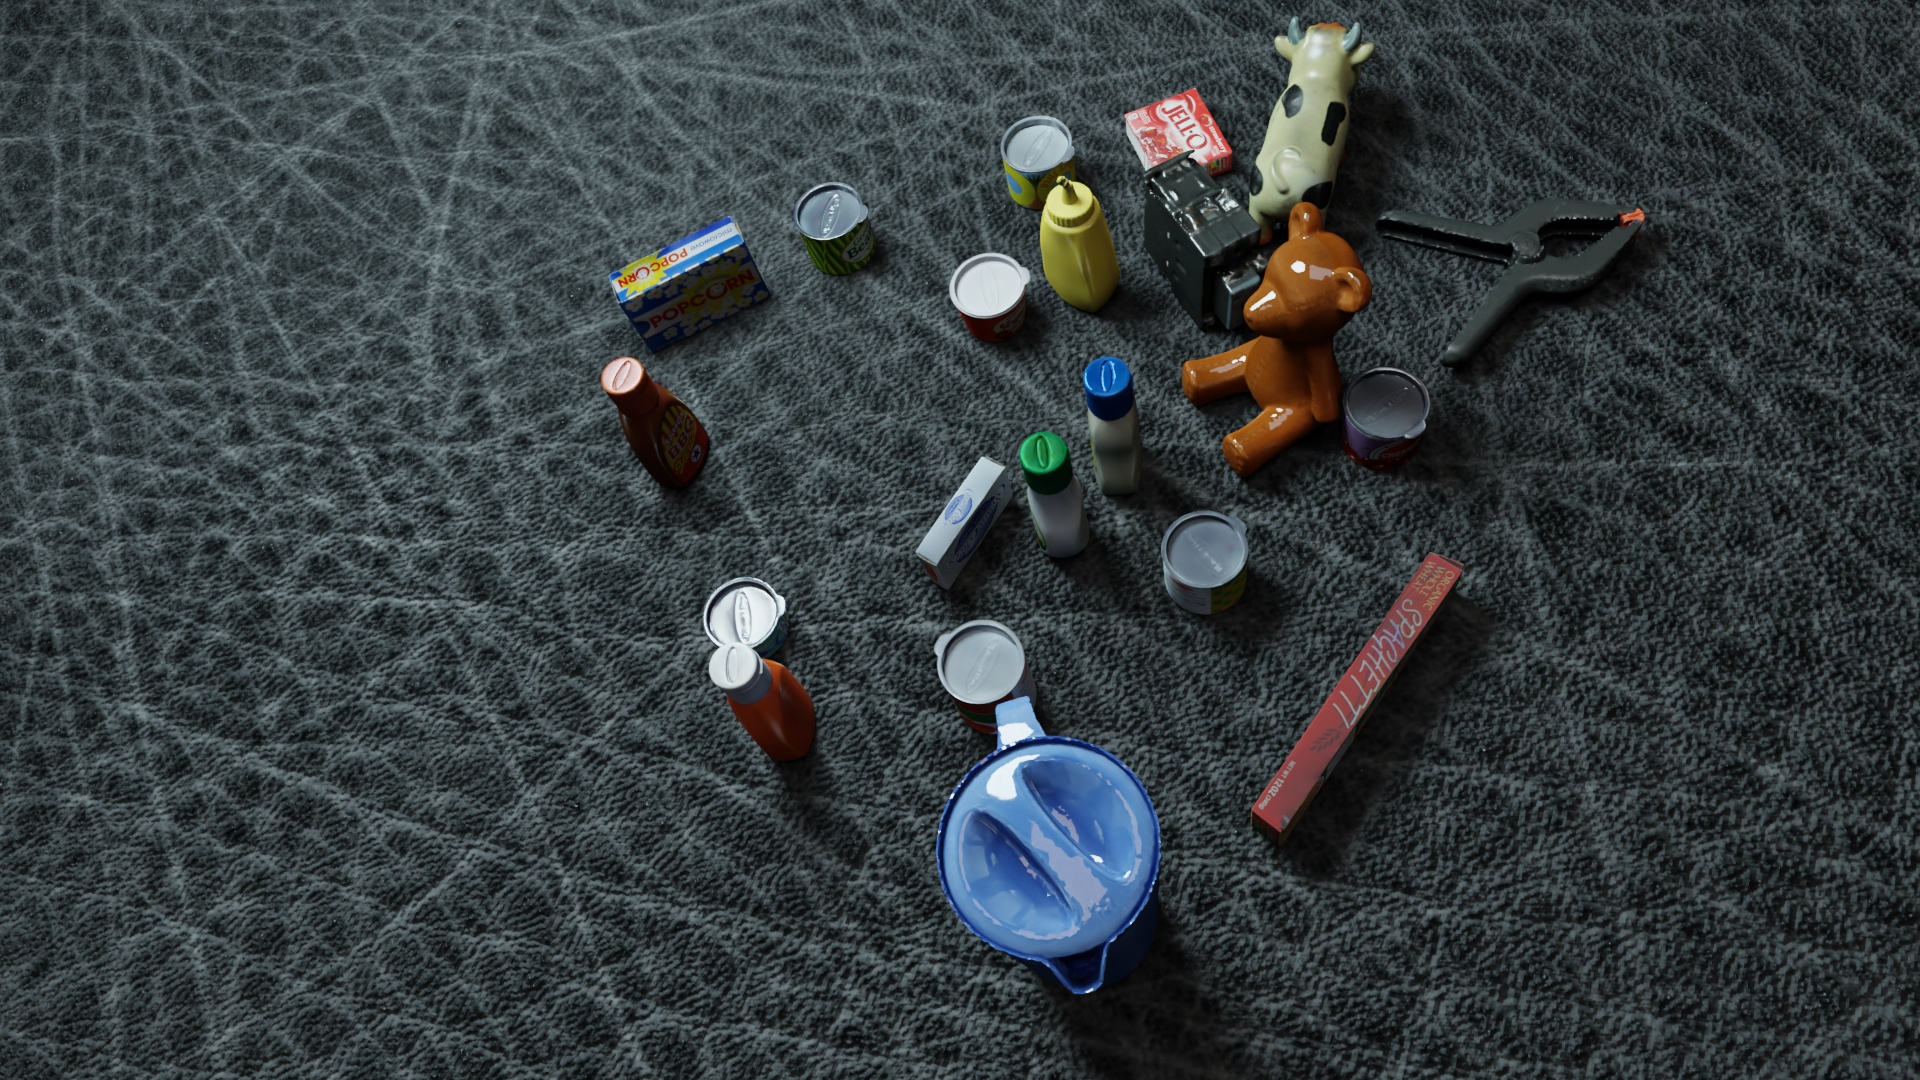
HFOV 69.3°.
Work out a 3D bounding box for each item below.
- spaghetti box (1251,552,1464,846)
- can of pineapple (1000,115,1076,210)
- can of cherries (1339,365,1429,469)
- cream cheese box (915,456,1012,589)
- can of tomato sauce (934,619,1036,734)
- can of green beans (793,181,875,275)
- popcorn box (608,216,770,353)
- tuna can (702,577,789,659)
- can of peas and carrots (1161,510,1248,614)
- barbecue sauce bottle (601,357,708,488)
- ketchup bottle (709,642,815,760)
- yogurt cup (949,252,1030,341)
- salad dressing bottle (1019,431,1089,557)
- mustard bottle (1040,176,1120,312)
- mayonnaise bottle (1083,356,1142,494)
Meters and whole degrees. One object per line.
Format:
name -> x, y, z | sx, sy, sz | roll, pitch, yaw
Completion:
spaghetti box -> 0.297, 0.116, 1.035 | 0.029, 0.050, 0.251 | 33, 74, 22
can of pineapple -> 0.075, -0.350, 1.294 | 0.071, 0.057, 0.071 | -4, 64, 9
can of cherries -> 0.343, -0.096, 1.123 | 0.071, 0.058, 0.072 | -4, 64, 9
cream cheese box -> 0.004, -0.014, 1.149 | 0.024, 0.053, 0.104 | 28, 73, 21
can of tomato sauce -> 0.020, 0.107, 1.072 | 0.071, 0.082, 0.071 | -4, 64, 9
can of green beans -> -0.117, -0.291, 1.301 | 0.071, 0.057, 0.071 | -4, 64, 9
popcorn box -> -0.248, -0.235, 1.283 | 0.127, 0.085, 0.038 | -27, 63, -3
tuna can -> -0.175, 0.066, 1.155 | 0.071, 0.032, 0.071 | -4, 64, 9
can of peas and carrots -> 0.195, 0.017, 1.096 | 0.071, 0.058, 0.071 | -4, 64, 9
barbecue sauce bottle -> -0.262, -0.103, 1.187 | 0.044, 0.148, 0.065 | 15, 69, 17
ketchup bottle -> -0.150, 0.119, 1.060 | 0.043, 0.148, 0.065 | -7, 64, 8
yogurt cup -> 0.028, -0.214, 1.240 | 0.072, 0.053, 0.072 | -4, 64, 9
salad dressing bottle -> 0.074, -0.036, 1.094 | 0.044, 0.147, 0.064 | -9, 64, 6
mustard bottle -> 0.100, -0.260, 1.189 | 0.065, 0.159, 0.049 | 36, 76, 23
mayonnaise bottle -> 0.122, -0.094, 1.112 | 0.041, 0.147, 0.065 | -3, 65, 9
